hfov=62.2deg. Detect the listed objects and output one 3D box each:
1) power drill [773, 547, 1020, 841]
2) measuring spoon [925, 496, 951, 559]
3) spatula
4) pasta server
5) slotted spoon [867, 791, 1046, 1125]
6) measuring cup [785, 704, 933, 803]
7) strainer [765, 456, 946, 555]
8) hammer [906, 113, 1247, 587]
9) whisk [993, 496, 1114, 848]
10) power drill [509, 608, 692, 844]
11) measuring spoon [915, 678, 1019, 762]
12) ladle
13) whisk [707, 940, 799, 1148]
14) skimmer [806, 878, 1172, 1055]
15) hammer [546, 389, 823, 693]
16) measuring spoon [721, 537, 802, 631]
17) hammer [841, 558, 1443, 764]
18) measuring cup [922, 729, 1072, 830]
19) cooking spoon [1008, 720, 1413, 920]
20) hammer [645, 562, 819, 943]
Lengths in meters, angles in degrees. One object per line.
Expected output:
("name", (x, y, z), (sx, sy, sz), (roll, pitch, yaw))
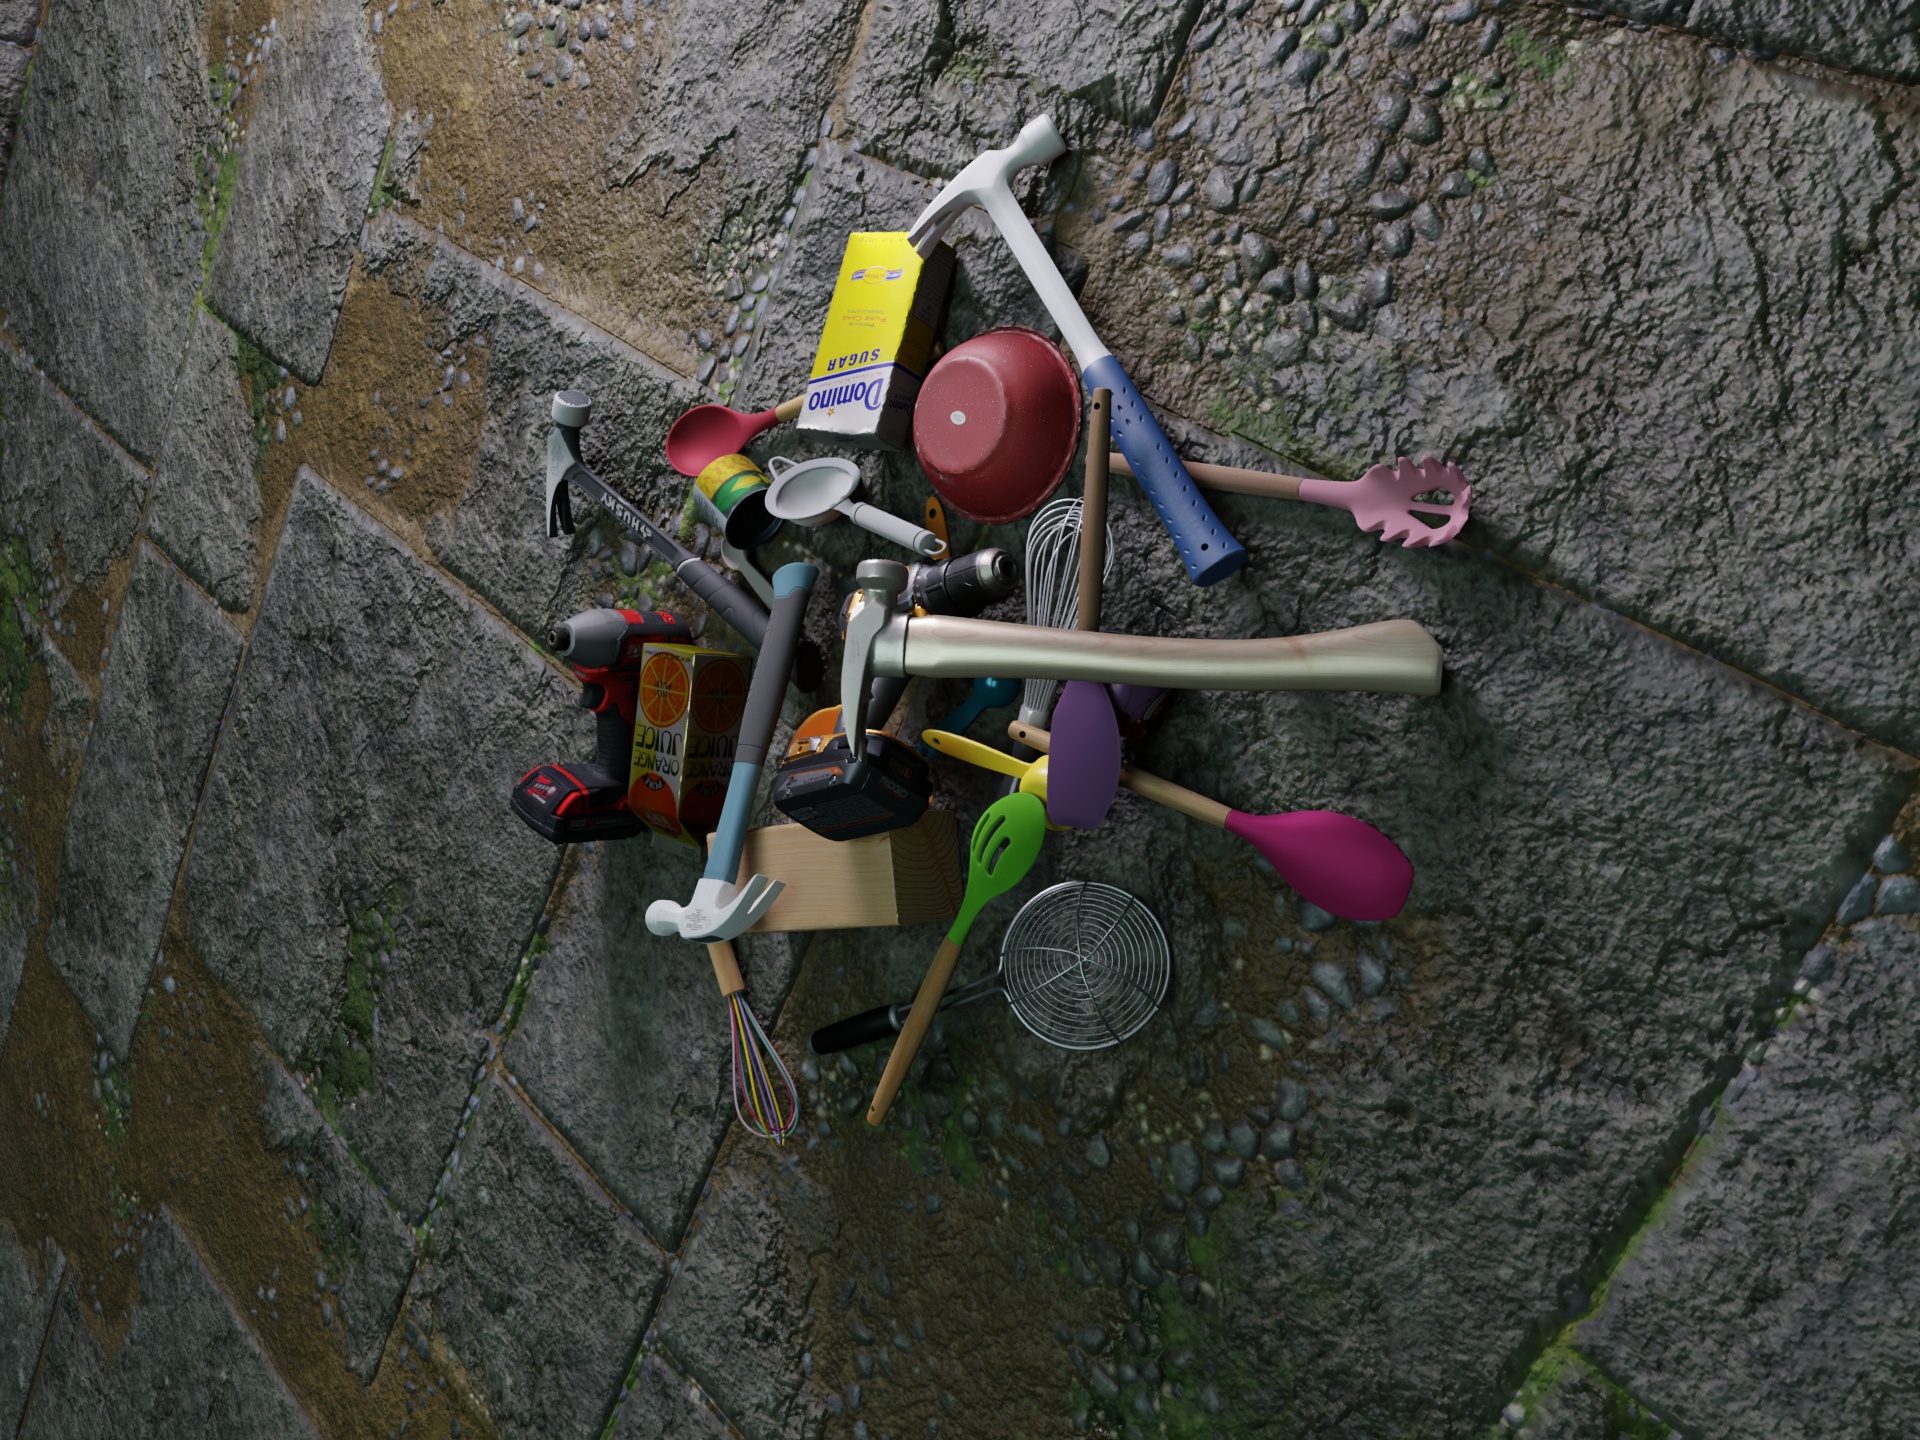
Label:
("power drill", (-0.044, -0.030, 1.232), (0.185, 0.084, 0.226), (-17, 47, 47))
("measuring spoon", (-0.018, -0.130, 1.320), (0.021, 0.011, 0.117), (-13, 82, 37))
("spatula", (0.094, -0.079, 1.143), (0.060, 0.018, 0.316), (5, 94, 32))
("pasta server", (0.215, -0.168, 1.125), (0.316, 0.040, 0.060), (16, 97, 38))
("slotted spoon", (-0.012, 0.190, 1.222), (0.070, 0.031, 0.313), (49, 123, 48))
("measuring cup", (-0.071, 0.048, 1.320), (0.174, 0.052, 0.095), (18, 85, 41))
("strainer", (-0.087, -0.171, 1.327), (0.259, 0.087, 0.050), (30, 151, 49))
("hammer", (0.093, -0.269, 1.187), (0.144, 0.035, 0.406), (-32, 67, 13))
("whisk", (0.064, -0.033, 1.233), (0.070, 0.070, 0.284), (23, 108, 36))
("power drill", (-0.340, 0.000, 1.487), (0.079, 0.143, 0.219), (30, 109, 37))
("measuring spoon", (-0.002, -0.004, 1.298), (0.128, 0.021, 0.042), (-45, 64, 27))
("ladle", (-0.141, -0.280, 1.410), (0.315, 0.031, 0.069), (-13, 79, 35))
("whisk", (-0.197, 0.266, 1.434), (0.051, 0.047, 0.245), (-35, 65, 33))
("skimmer", (0.010, 0.226, 1.283), (0.363, 0.090, 0.127), (-28, 67, 45))
("hammer", (-0.268, -0.149, 1.487), (0.409, 0.036, 0.149), (40, 128, 28))
("measuring spoon", (-0.176, -0.124, 1.444), (0.124, 0.018, 0.034), (50, 135, 20))
("hammer", (0.117, -0.033, 1.096), (0.410, 0.038, 0.146), (3, 78, 14))
("measuring cup", (0.029, 0.041, 1.214), (0.157, 0.029, 0.062), (20, 134, 27))
("cooking spoon", (0.170, 0.062, 1.144), (0.319, 0.017, 0.068), (23, 104, 27))
("hammer", (-0.176, 0.024, 1.338), (0.128, 0.033, 0.331), (1, 73, 41))
